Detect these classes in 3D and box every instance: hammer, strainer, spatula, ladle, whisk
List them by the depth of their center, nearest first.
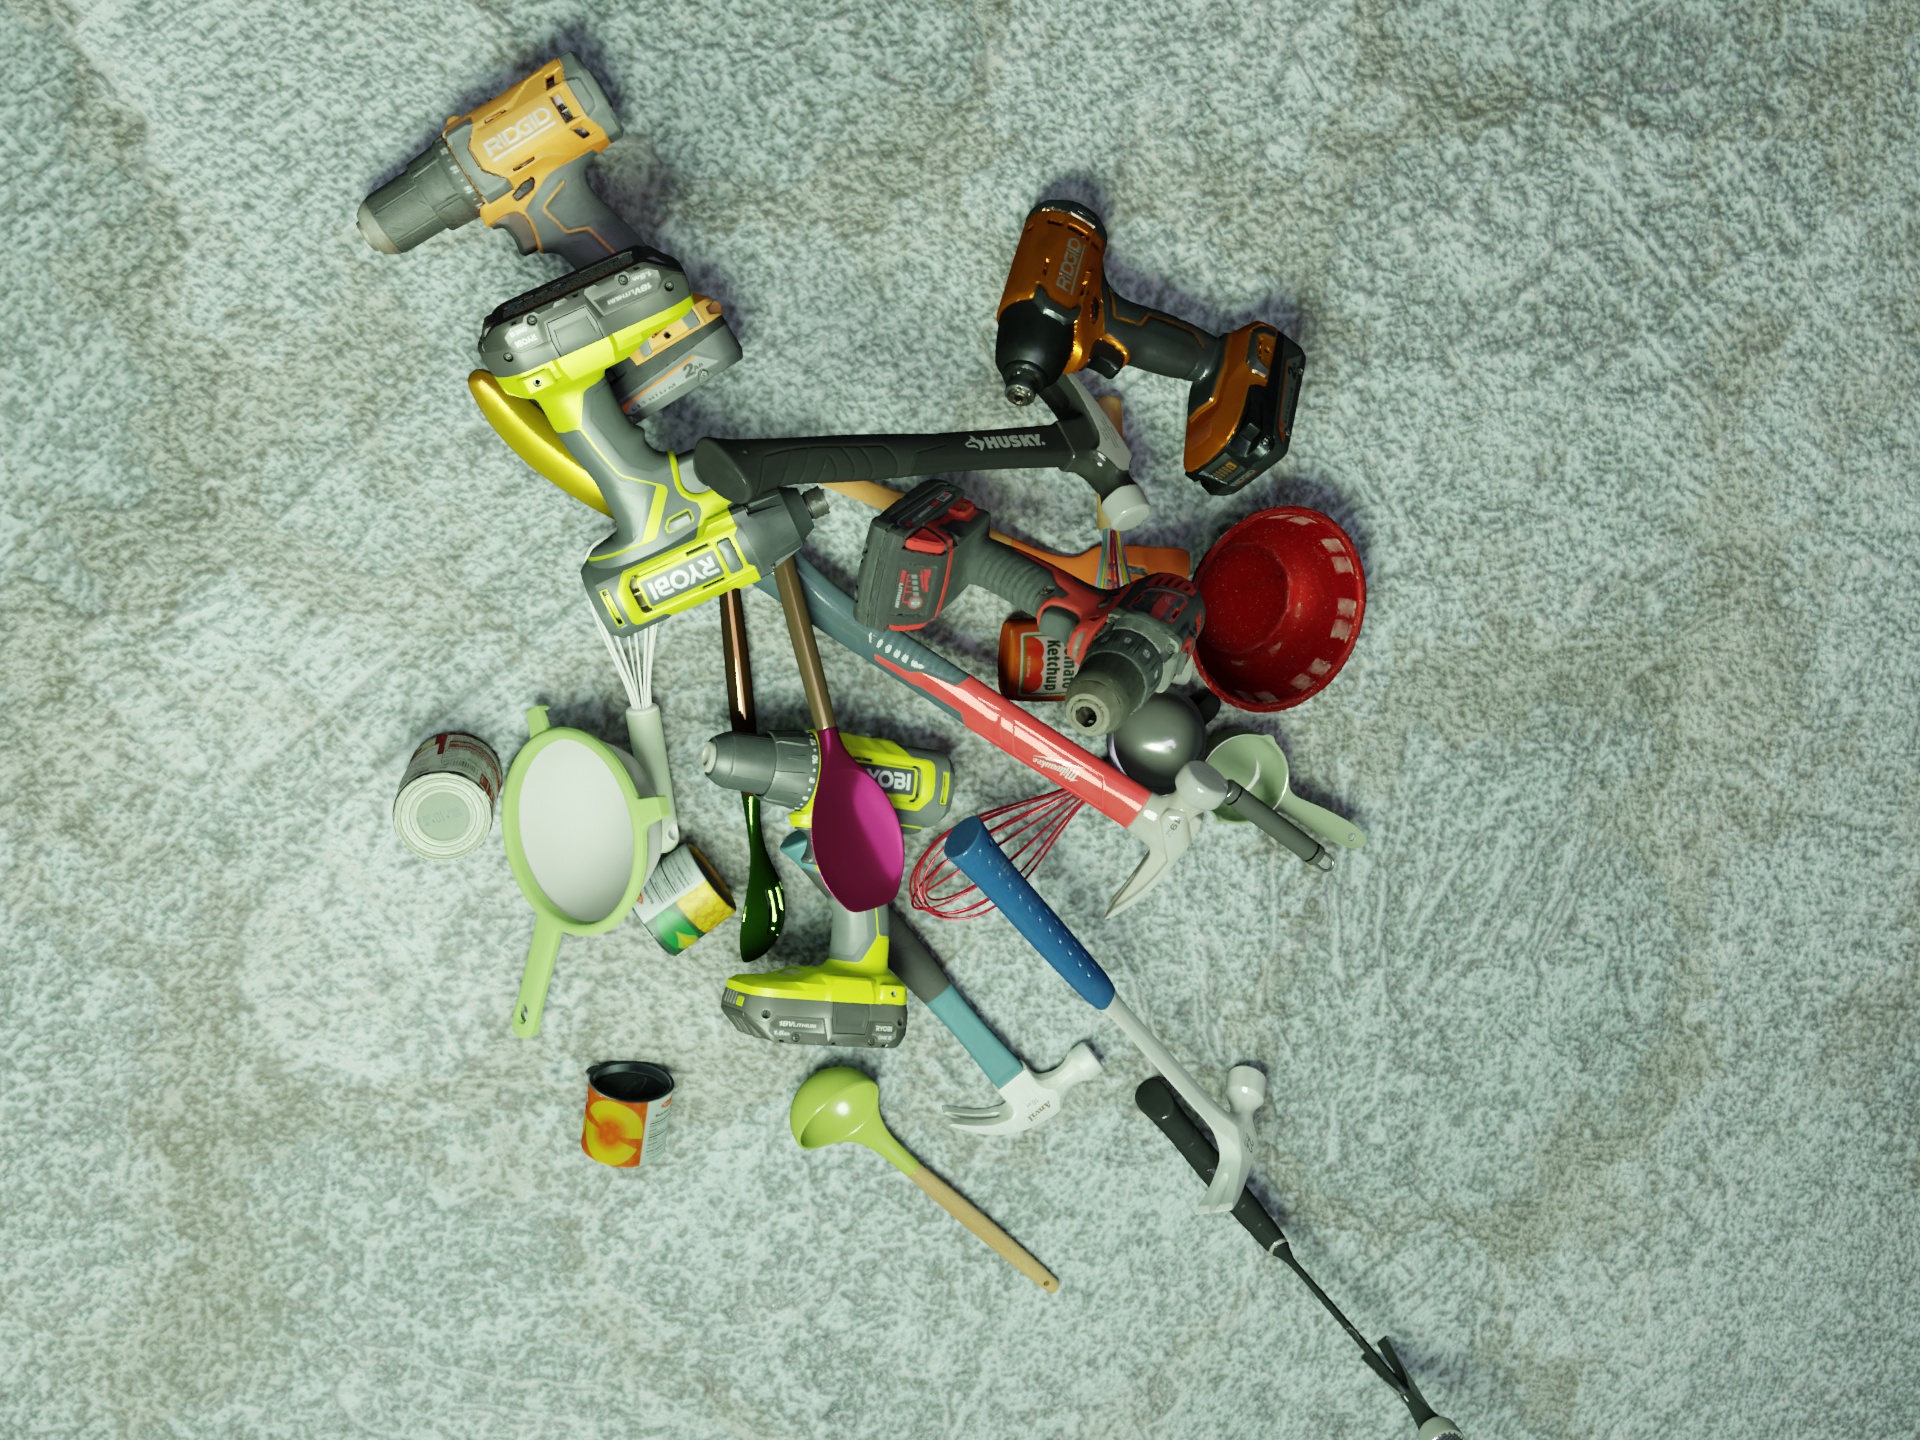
[{"bbox_3d":[-0.025,-0.184,1.072,0.334,0.035,0.146,-10,66,-36],"label":"hammer"},{"bbox_3d":[-0.237,-0.016,1.172,0.059,0.058,0.246,3,111,23],"label":"whisk"},{"bbox_3d":[-0.002,-0.004,1.176,0.386,0.038,0.143,33,120,-1],"label":"hammer"},{"bbox_3d":[-0.277,0.123,1.176,0.069,0.152,0.256,-12,127,-52],"label":"strainer"},{"bbox_3d":[0.117,-0.122,1.181,0.051,0.047,0.245,0,83,-11],"label":"whisk"},{"bbox_3d":[0.017,-0.141,1.192,0.322,0.041,0.081,19,84,-15],"label":"spatula"},{"bbox_3d":[0.119,0.227,1.243,0.035,0.144,0.405,-21,122,35],"label":"hammer"},{"bbox_3d":[0.207,0.051,1.245,0.258,0.050,0.087,35,78,-22],"label":"strainer"},{"bbox_3d":[0.085,0.064,1.253,0.296,0.073,0.073,-34,109,-7],"label":"whisk"},{"bbox_3d":[-0.026,0.207,1.280,0.128,0.033,0.330,-39,109,-1],"label":"hammer"},{"bbox_3d":[-0.020,0.393,1.319,0.078,0.062,0.320,-44,111,2],"label":"ladle"},{"bbox_3d":[0.286,0.466,1.383,0.036,0.149,0.409,-40,100,0],"label":"hammer"}]

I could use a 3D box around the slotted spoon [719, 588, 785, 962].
[{"bbox_3d":[-0.161,0.031,1.196,0.031,0.070,0.313,-2,101,13],"label":"slotted spoon"}]

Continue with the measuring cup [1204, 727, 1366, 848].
[{"bbox_3d":[0.261,0.062,1.302,0.167,0.038,0.083,27,98,-19],"label":"measuring cup"}]

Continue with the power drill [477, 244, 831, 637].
[{"bbox_3d":[-0.196,-0.183,1.033,0.171,0.080,0.223,-25,118,-3],"label":"power drill"}]

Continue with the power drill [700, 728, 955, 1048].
[{"bbox_3d":[-0.107,0.119,1.171,0.190,0.080,0.228,9,83,-28],"label":"power drill"}]

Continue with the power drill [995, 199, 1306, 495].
[{"bbox_3d":[0.128,-0.252,1.134,0.226,0.084,0.164,26,61,-18],"label":"power drill"}]

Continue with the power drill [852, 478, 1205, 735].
[{"bbox_3d":[0.042,-0.072,1.077,0.227,0.188,0.080,22,123,14],"label":"power drill"}]

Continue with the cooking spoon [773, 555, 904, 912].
[{"bbox_3d":[-0.102,-0.019,1.135,0.068,0.017,0.319,-15,93,-23],"label":"cooking spoon"}]

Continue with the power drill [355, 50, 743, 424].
[{"bbox_3d":[-0.274,-0.302,1.068,0.185,0.084,0.226,-31,105,0],"label":"power drill"}]
